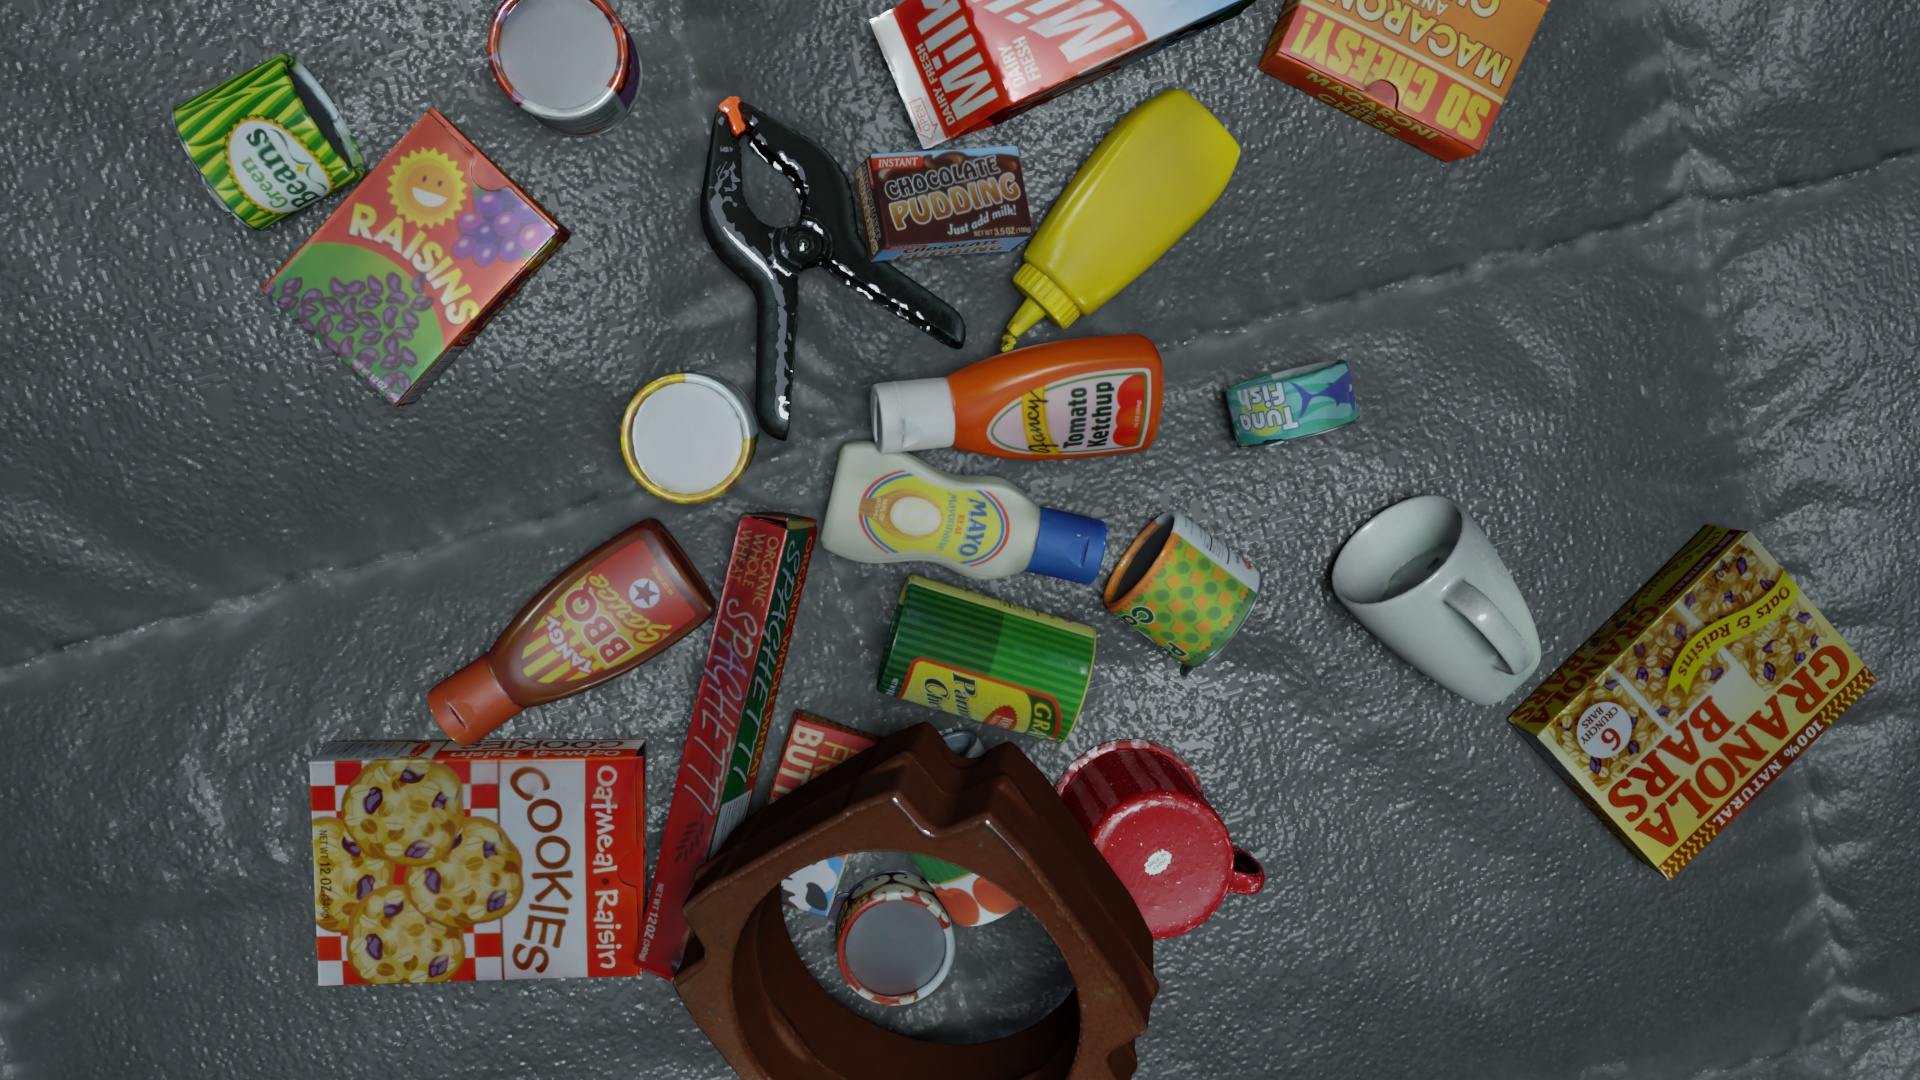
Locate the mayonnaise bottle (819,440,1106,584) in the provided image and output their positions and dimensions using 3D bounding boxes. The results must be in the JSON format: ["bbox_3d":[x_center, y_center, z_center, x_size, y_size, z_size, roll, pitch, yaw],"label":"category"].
[{"bbox_3d":[0.003,-0.009,0.743,0.148,0.041,0.064,12,95,-7],"label":"mayonnaise bottle"}]

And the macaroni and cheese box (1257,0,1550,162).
[{"bbox_3d":[0.249,-0.304,0.731,0.124,0.040,0.166,23,94,-7],"label":"macaroni and cheese box"}]

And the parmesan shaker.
[{"bbox_3d":[0.012,0.064,0.741,0.103,0.071,0.071,16,96,-5],"label":"parmesan shaker"}]

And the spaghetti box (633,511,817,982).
[{"bbox_3d":[-0.123,0.105,0.735,0.029,0.050,0.249,15,94,12],"label":"spaghetti box"}]

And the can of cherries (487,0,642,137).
[{"bbox_3d":[-0.195,-0.239,0.685,0.071,0.058,0.071,-1,98,-6],"label":"can of cherries"}]

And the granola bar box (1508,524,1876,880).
[{"bbox_3d":[0.419,0.092,0.799,0.165,0.039,0.124,-44,99,1],"label":"granola bar box"}]

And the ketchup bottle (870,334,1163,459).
[{"bbox_3d":[0.029,-0.071,0.724,0.149,0.044,0.064,-7,128,-12],"label":"ketchup bottle"}]

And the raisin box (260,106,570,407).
[{"bbox_3d":[-0.272,-0.141,0.699,0.086,0.040,0.123,43,91,-8],"label":"raisin box"}]

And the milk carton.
[{"bbox_3d":[0.054,-0.268,0.699,0.191,0.073,0.072,-24,99,-2],"label":"milk carton"}]

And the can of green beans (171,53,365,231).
[{"bbox_3d":[-0.333,-0.193,0.673,0.058,0.071,0.071,-28,99,-2],"label":"can of green beans"}]

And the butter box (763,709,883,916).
[{"bbox_3d":[-0.082,0.149,0.763,0.053,0.024,0.103,18,95,-8],"label":"butter box"}]

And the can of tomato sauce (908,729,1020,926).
[{"bbox_3d":[0.001,0.156,0.752,0.071,0.071,0.083,-32,100,-1],"label":"can of tomato sauce"}]

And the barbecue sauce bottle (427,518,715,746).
[{"bbox_3d":[-0.206,0.053,0.728,0.148,0.044,0.065,-33,100,0],"label":"barbecue sauce bottle"}]

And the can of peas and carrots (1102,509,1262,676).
[{"bbox_3d":[0.117,0.028,0.746,0.058,0.071,0.071,36,93,-8],"label":"can of peas and carrots"}]

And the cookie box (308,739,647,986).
[{"bbox_3d":[-0.252,0.170,0.740,0.168,0.040,0.122,0,98,-6],"label":"cookie box"}]

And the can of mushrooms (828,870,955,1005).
[{"bbox_3d":[-0.039,0.220,0.772,0.071,0.033,0.071,-1,98,-6],"label":"can of mushrooms"}]

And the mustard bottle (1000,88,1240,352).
[{"bbox_3d":[0.073,-0.160,0.727,0.065,0.049,0.160,43,92,-11],"label":"mustard bottle"}]

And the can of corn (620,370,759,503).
[{"bbox_3d":[-0.140,-0.052,0.714,0.071,0.058,0.071,-1,97,-6],"label":"can of corn"}]

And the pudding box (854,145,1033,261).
[{"bbox_3d":[-0.008,-0.173,0.712,0.084,0.030,0.049,-9,88,-23],"label":"pudding box"}]

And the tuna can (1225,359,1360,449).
[{"bbox_3d":[0.175,-0.072,0.738,0.071,0.071,0.032,-15,97,-4],"label":"tuna can"}]
